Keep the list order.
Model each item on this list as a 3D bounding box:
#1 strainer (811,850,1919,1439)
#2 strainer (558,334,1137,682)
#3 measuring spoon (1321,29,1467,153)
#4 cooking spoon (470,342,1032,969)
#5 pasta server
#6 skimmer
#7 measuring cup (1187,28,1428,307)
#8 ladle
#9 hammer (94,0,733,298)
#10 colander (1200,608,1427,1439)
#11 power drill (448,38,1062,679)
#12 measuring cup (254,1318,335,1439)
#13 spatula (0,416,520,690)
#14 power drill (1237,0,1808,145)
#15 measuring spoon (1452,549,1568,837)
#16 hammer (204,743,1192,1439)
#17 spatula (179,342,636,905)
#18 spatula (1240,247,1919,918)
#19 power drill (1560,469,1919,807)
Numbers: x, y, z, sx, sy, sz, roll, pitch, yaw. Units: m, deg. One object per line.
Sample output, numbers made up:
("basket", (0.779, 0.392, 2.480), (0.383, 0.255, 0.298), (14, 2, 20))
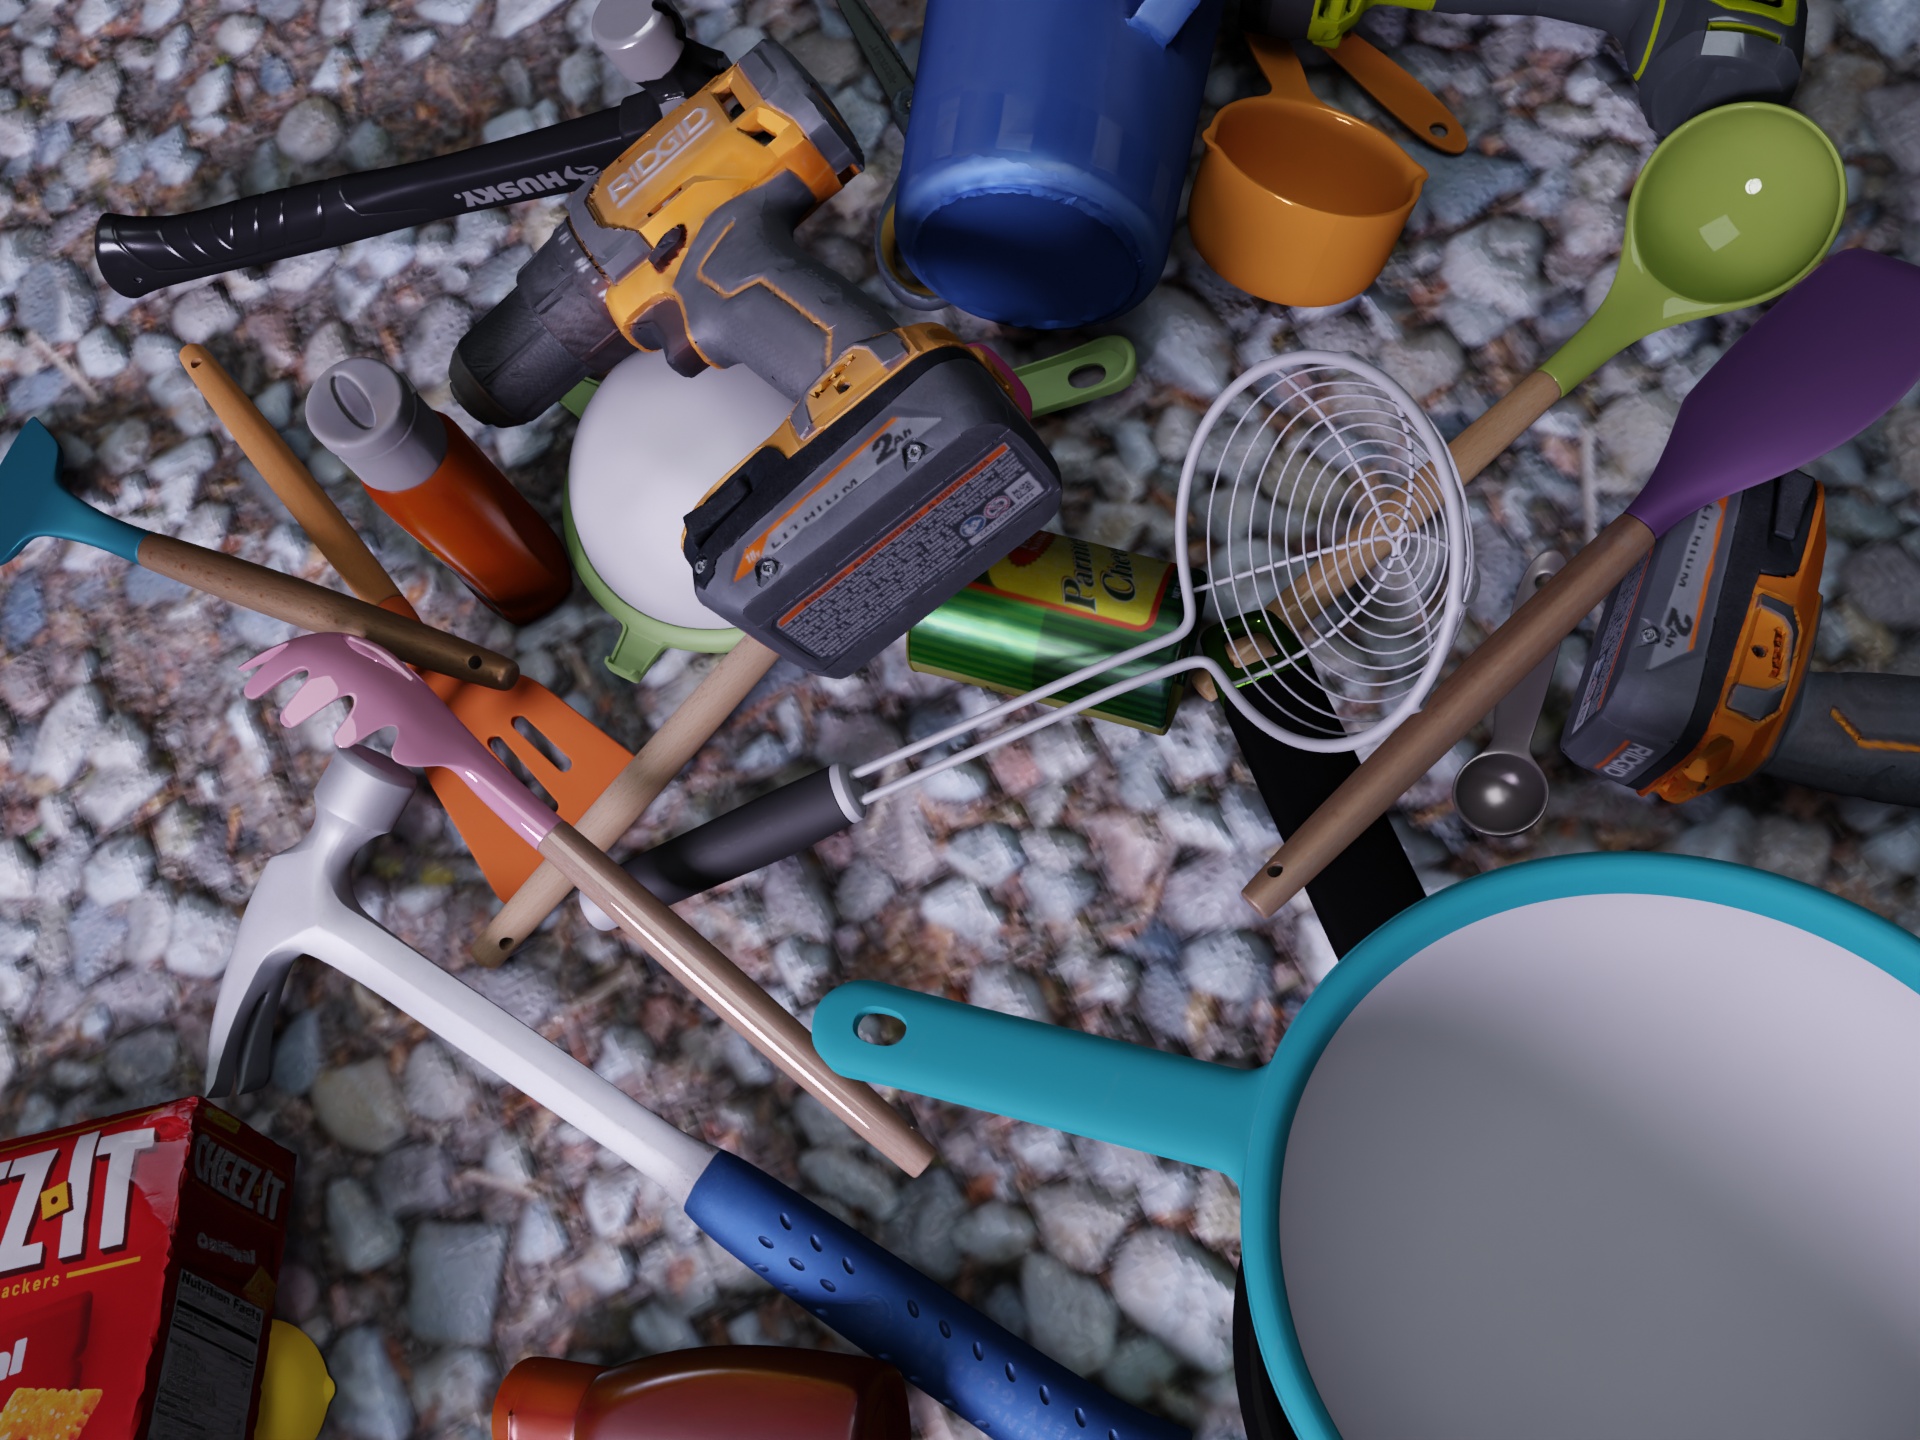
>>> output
("strainer", (0.123, 0.136, 0.441), (0.340, 0.095, 0.211), (10, 60, 20))
("strainer", (-0.053, -0.123, 0.655), (0.256, 0.069, 0.152), (-16, 71, 5))
("measuring spoon", (0.179, -0.286, 0.703), (0.021, 0.011, 0.117), (-39, 75, -14))
("cooking spoon", (-0.086, -0.022, 0.637), (0.319, 0.068, 0.017), (-48, 32, 1))
("pasta server", (-0.137, 0.066, 0.593), (0.316, 0.060, 0.040), (40, 93, 4))
("skimmer", (-0.001, -0.002, 0.550), (0.363, 0.090, 0.127), (-24, 74, 18))
("measuring cup", (0.134, -0.240, 0.677), (0.095, 0.052, 0.174), (5, 47, -10))
("ladle", (0.213, -0.120, 0.623), (0.320, 0.062, 0.078), (-41, 72, -2))
("hammer", (-0.242, -0.229, 0.704), (0.335, 0.146, 0.035), (-6, 72, 19))
("colander", (0.167, 0.137, 0.540), (0.204, 0.094, 0.398), (-19, 58, 0))
("power drill", (-0.087, -0.122, 0.575), (0.185, 0.084, 0.226), (-37, 60, 10))
("measuring cup", (-0.263, 0.301, 0.577), (0.062, 0.029, 0.157), (-9, 72, 6))
("spatula", (-0.318, -0.063, 0.679), (0.317, 0.044, 0.082), (19, 79, 17))
("power drill", (0.243, -0.341, 0.673), (0.223, 0.080, 0.171), (14, 69, 6))
("measuring spoon", (0.217, -0.010, 0.612), (0.034, 0.018, 0.124), (9, 68, 26))
("hammer", (-0.106, 0.168, 0.584), (0.405, 0.035, 0.144), (30, 91, 13))
("spatula", (-0.256, -0.060, 0.692), (0.081, 0.041, 0.323), (-42, 68, -4))
("spatula", (0.213, -0.046, 0.537), (0.316, 0.018, 0.060), (-43, 48, -1))
("power drill", (0.349, -0.016, 0.559), (0.226, 0.084, 0.164), (22, 75, 10))
